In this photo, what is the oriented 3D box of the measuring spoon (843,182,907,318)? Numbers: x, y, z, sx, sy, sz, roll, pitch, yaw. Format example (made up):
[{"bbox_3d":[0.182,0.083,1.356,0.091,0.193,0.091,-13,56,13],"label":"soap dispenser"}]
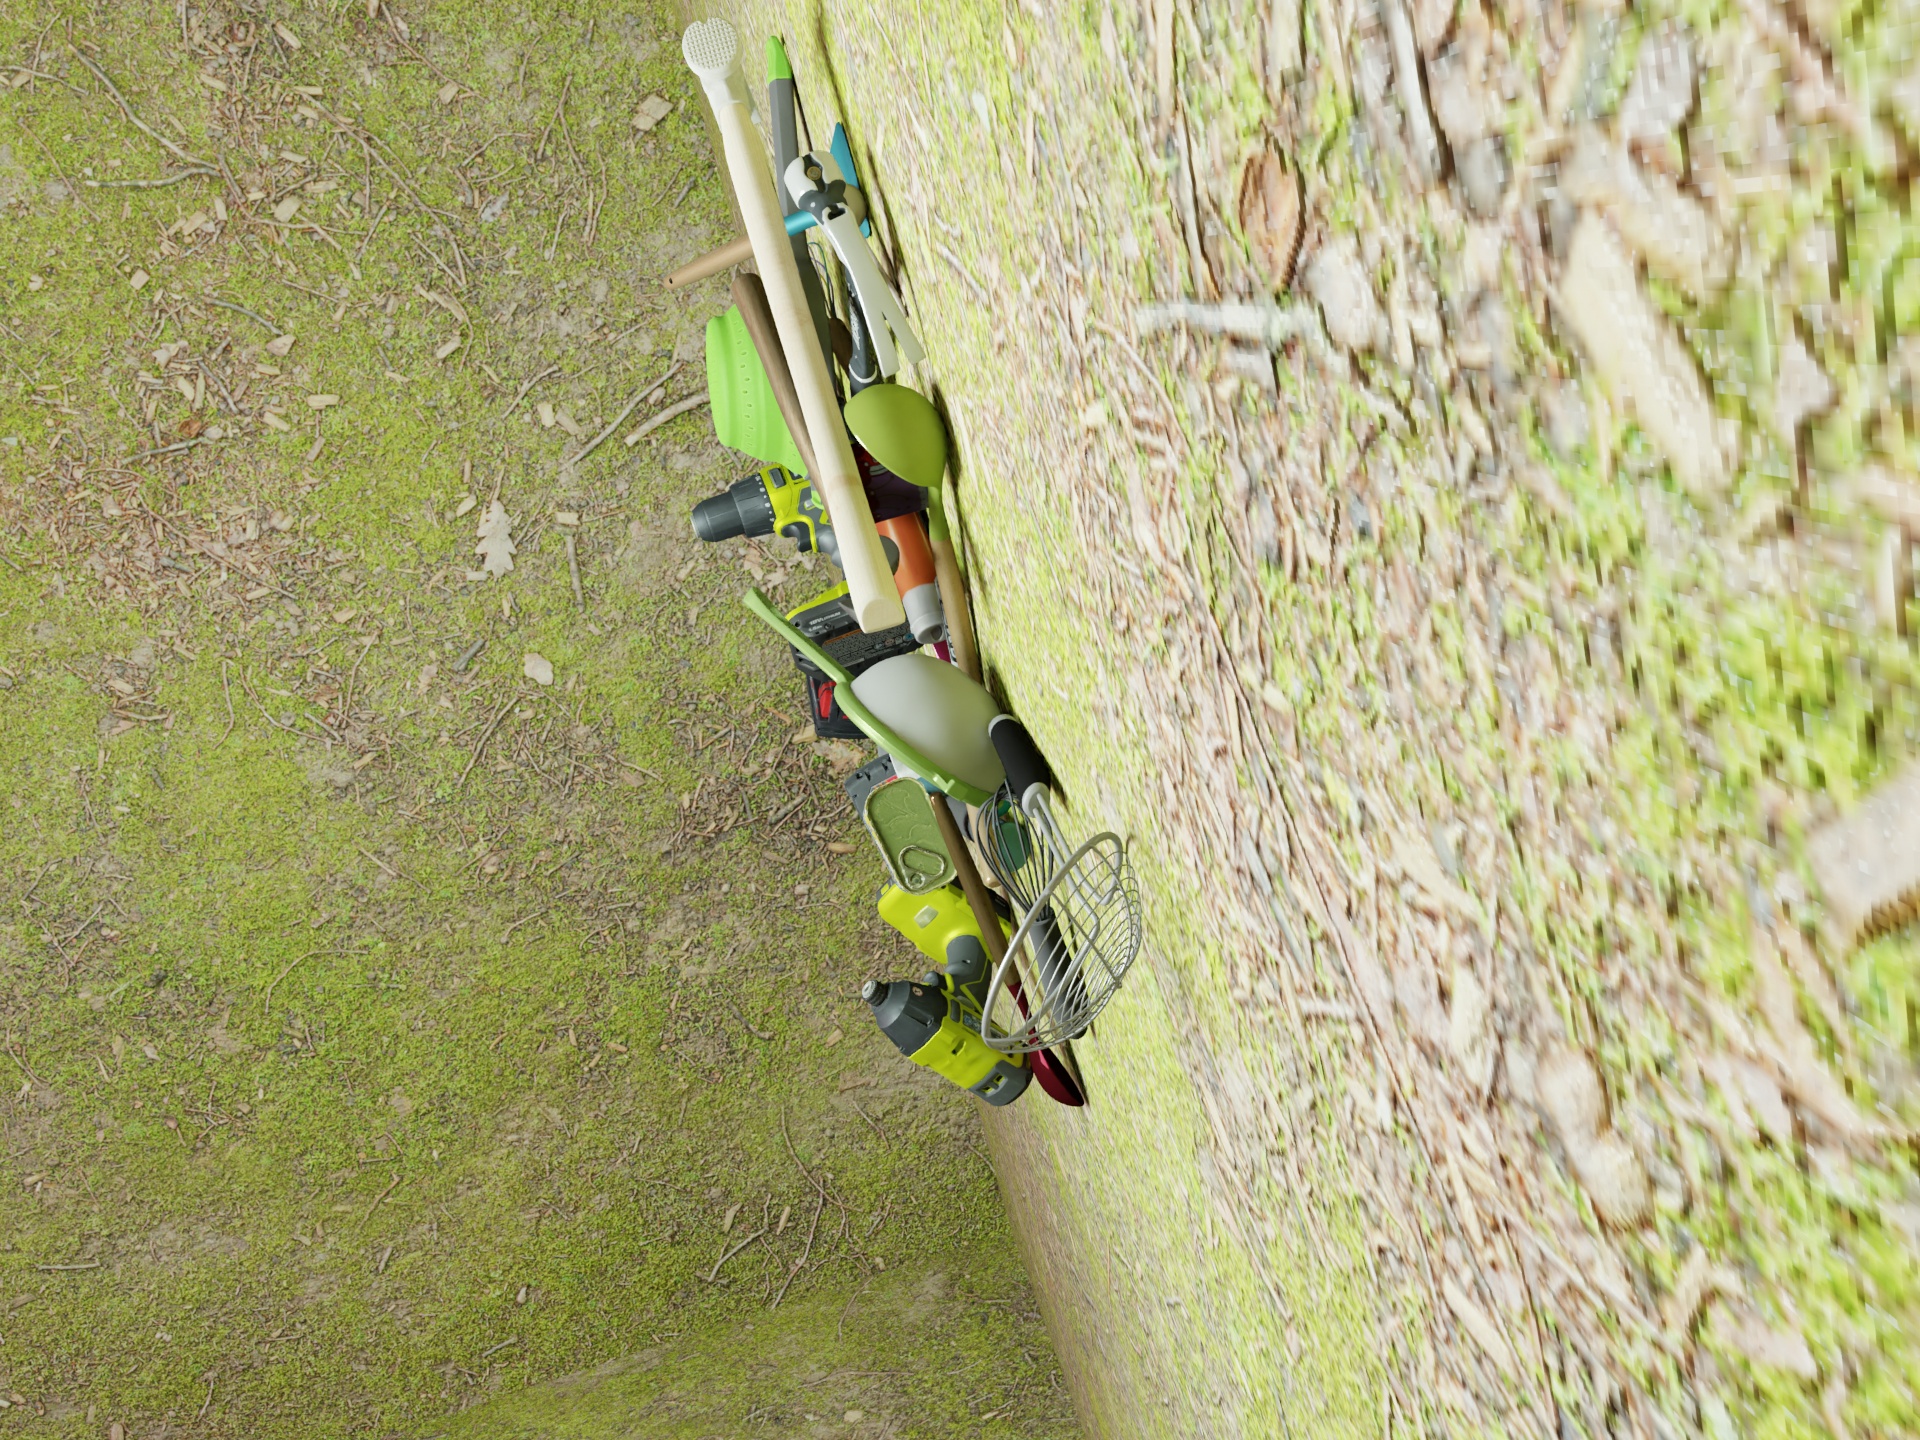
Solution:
[{"bbox_3d":[-0.057,-0.326,1.101,0.034,0.018,0.124,77,168,-67],"label":"measuring spoon"}]

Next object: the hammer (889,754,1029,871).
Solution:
[{"bbox_3d":[-0.003,0.081,1.403,0.128,0.033,0.331,68,168,-12],"label":"hammer"}]

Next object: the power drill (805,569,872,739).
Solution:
[{"bbox_3d":[-0.100,-0.082,1.631,0.188,0.080,0.226,-106,22,-46],"label":"power drill"}]

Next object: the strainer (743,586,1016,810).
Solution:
[{"bbox_3d":[-0.053,-0.037,1.175,0.256,0.069,0.151,40,-171,16],"label":"strainer"}]

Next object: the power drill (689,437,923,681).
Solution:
[{"bbox_3d":[-0.136,-0.153,1.479,0.080,0.190,0.229,82,166,-57],"label":"power drill"}]

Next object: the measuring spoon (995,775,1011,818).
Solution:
[{"bbox_3d":[0.029,0.035,1.284,0.129,0.021,0.042,-97,-5,-63],"label":"measuring spoon"}]

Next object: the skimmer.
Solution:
[{"bbox_3d":[0.031,0.066,0.941,0.364,0.090,0.127,-112,41,-66],"label":"skimmer"}]

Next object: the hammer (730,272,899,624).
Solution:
[{"bbox_3d":[-0.116,-0.215,1.236,0.130,0.031,0.332,98,152,-63],"label":"hammer"}]

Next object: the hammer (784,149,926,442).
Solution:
[{"bbox_3d":[-0.071,-0.272,1.214,0.149,0.036,0.409,64,175,7],"label":"hammer"}]

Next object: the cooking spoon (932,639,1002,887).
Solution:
[{"bbox_3d":[-0.002,-0.004,1.296,0.068,0.017,0.319,71,-174,-56],"label":"cooking spoon"}]

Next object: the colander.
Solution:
[{"bbox_3d":[-0.177,-0.378,1.375,0.205,0.094,0.397,-144,48,-73],"label":"colander"}]

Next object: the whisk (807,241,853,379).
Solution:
[{"bbox_3d":[-0.120,-0.373,1.466,0.047,0.051,0.245,49,-169,-47],"label":"whisk"}]

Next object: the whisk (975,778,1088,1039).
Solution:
[{"bbox_3d":[0.059,0.142,1.142,0.055,0.055,0.238,-116,7,-59],"label":"whisk"}]

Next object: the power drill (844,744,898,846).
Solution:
[{"bbox_3d":[-0.057,0.075,1.709,0.143,0.078,0.220,61,-174,-3],"label":"power drill"}]

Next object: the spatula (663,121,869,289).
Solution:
[{"bbox_3d":[-0.160,-0.386,1.262,0.317,0.044,0.082,-4,105,50],"label":"spatula"}]

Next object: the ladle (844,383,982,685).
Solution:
[{"bbox_3d":[-0.022,-0.112,1.144,0.319,0.062,0.078,77,174,-51],"label":"ladle"}]

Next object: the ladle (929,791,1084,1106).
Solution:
[{"bbox_3d":[0.037,0.200,1.350,0.069,0.031,0.315,-116,4,-73],"label":"ladle"}]

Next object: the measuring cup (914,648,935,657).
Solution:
[{"bbox_3d":[-0.024,-0.027,1.493,0.167,0.038,0.083,-35,-41,-77],"label":"measuring cup"}]

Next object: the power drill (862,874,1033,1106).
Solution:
[{"bbox_3d":[-0.017,0.229,1.457,0.171,0.080,0.223,35,-155,-21],"label":"power drill"}]

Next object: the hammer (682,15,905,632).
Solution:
[{"bbox_3d":[-0.109,-0.260,1.100,0.146,0.038,0.410,65,-171,-89],"label":"hammer"}]
